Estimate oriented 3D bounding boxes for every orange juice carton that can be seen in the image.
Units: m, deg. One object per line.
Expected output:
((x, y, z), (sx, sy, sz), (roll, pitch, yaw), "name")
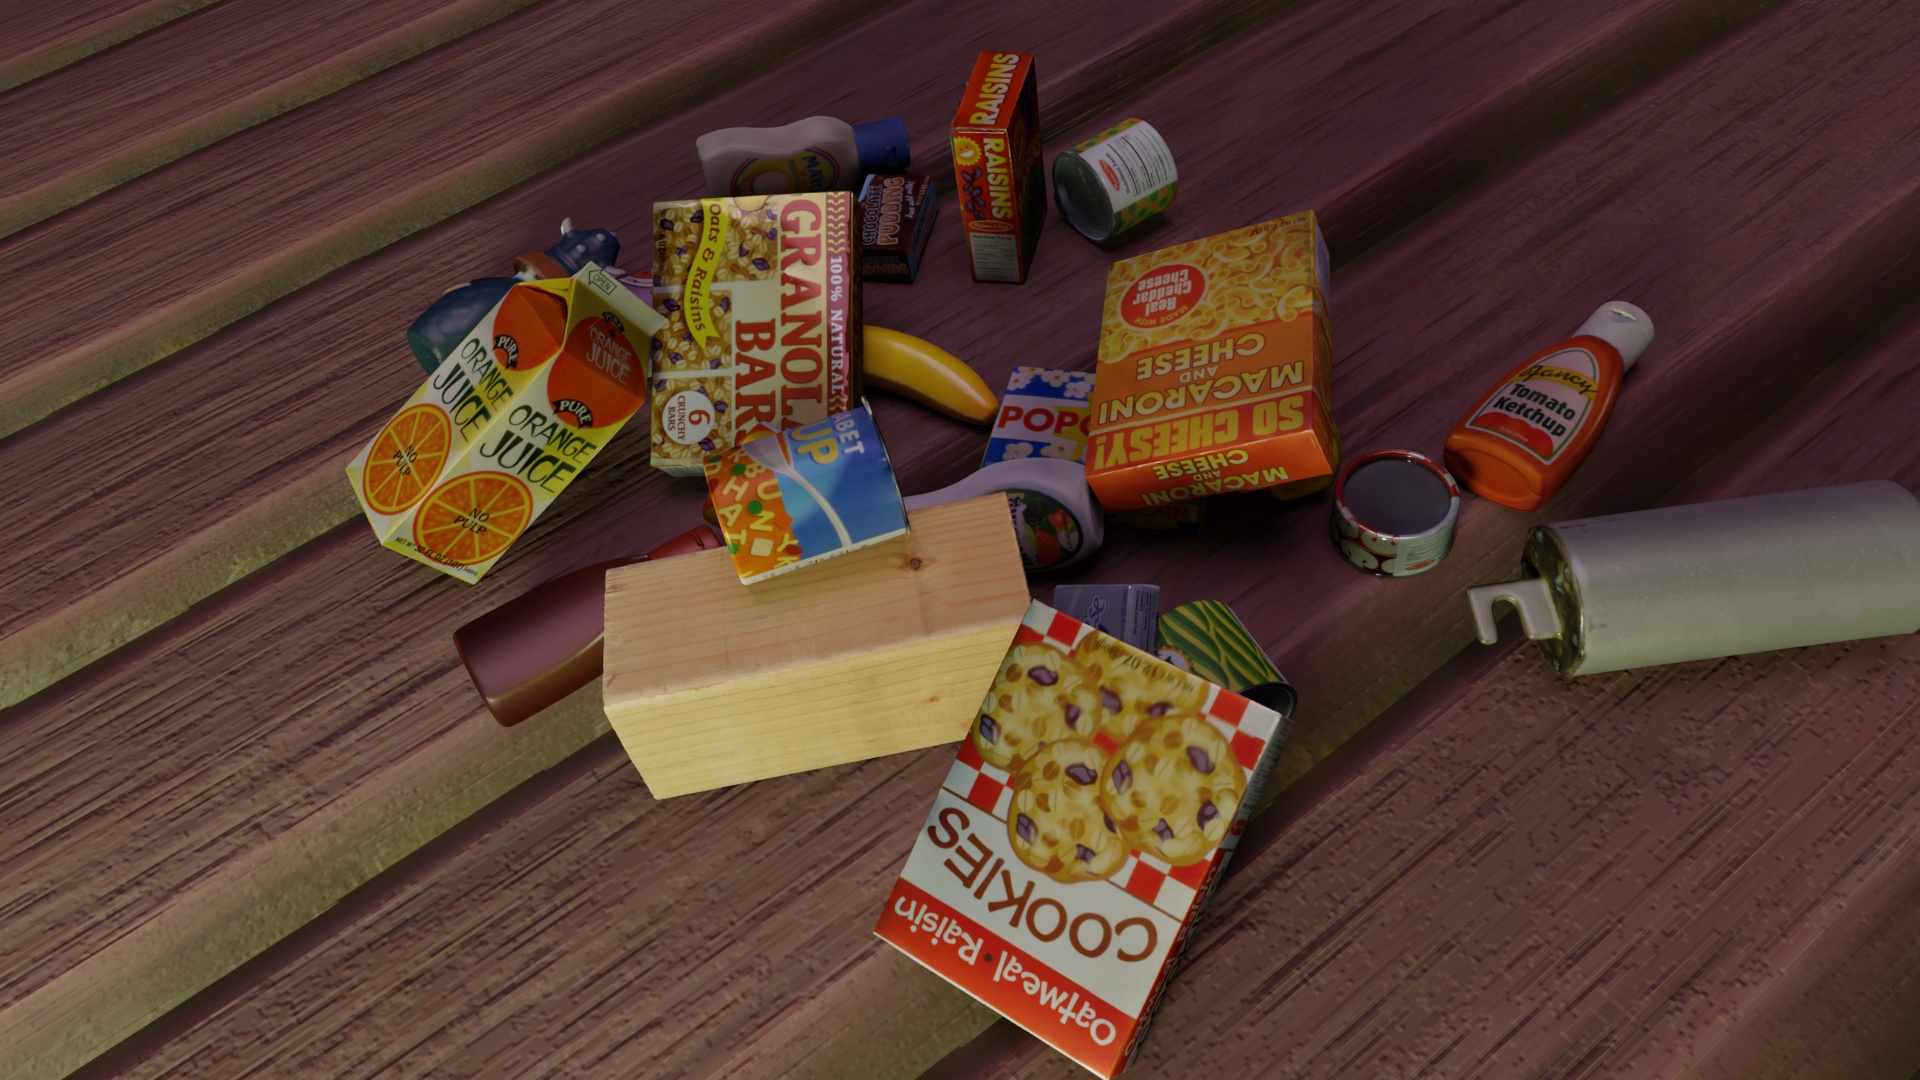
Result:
((-0.255, -0.075, 0.802), (0.192, 0.071, 0.073), (-46, 55, 5), "orange juice carton")

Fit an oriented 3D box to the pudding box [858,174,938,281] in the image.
((-0.049, -0.218, 0.964), (0.050, 0.030, 0.084), (5, 51, 14), "pudding box")

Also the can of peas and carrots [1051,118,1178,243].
((0.104, -0.243, 0.941), (0.059, 0.070, 0.071), (-31, 53, -17), "can of peas and carrots")

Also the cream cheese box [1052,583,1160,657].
((0.067, 0.072, 0.664), (0.053, 0.024, 0.104), (-6, 77, 51), "cream cheese box")

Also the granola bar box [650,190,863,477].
((-0.122, -0.124, 0.839), (0.124, 0.039, 0.165), (-2, 83, 7), "granola bar box")

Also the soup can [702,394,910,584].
((-0.075, -0.024, 0.665), (0.084, 0.071, 0.071), (-18, 50, -7), "soup can")

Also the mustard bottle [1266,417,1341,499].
((0.176, -0.097, 0.809), (0.049, 0.065, 0.161), (-14, 47, 3), "mustard bottle")

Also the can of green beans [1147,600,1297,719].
((0.120, 0.071, 0.676), (0.071, 0.071, 0.058), (-24, 51, -11), "can of green beans")

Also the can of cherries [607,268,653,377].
((-0.190, -0.147, 0.901), (0.058, 0.071, 0.072), (-19, 51, -7), "can of cherries")

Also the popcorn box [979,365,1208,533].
((0.082, -0.054, 0.803), (0.127, 0.038, 0.085), (7, 52, 14), "popcorn box")

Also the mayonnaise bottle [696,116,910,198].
((-0.112, -0.274, 1.001), (0.148, 0.064, 0.041), (-13, 49, -7), "mayonnaise bottle")

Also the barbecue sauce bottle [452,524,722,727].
((-0.198, 0.041, 0.764), (0.149, 0.043, 0.065), (-30, 53, -16), "barbecue sauce bottle")

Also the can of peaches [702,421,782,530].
((-0.104, -0.023, 0.776), (0.058, 0.071, 0.071), (32, 59, 1), "can of peaches")

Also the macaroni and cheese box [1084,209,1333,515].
((0.138, -0.097, 0.756), (0.123, 0.040, 0.167), (-11, 48, 26), "macaroni and cheese box")

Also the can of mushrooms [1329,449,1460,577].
((0.233, -0.017, 0.753), (0.071, 0.033, 0.071), (-4, 51, 6), "can of mushrooms")

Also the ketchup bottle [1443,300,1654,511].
((0.338, -0.080, 0.783), (0.065, 0.043, 0.149), (33, 62, 30), "ketchup bottle")

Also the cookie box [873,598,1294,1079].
((0.053, 0.127, 0.609), (0.123, 0.040, 0.167), (25, 87, 26), "cookie box")

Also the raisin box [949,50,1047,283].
((0.027, -0.244, 0.914), (0.040, 0.122, 0.086), (7, 53, 14), "raisin box")

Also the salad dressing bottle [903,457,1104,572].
((0.003, -0.010, 0.765), (0.147, 0.064, 0.044), (-7, 32, 16), "salad dressing bottle")
